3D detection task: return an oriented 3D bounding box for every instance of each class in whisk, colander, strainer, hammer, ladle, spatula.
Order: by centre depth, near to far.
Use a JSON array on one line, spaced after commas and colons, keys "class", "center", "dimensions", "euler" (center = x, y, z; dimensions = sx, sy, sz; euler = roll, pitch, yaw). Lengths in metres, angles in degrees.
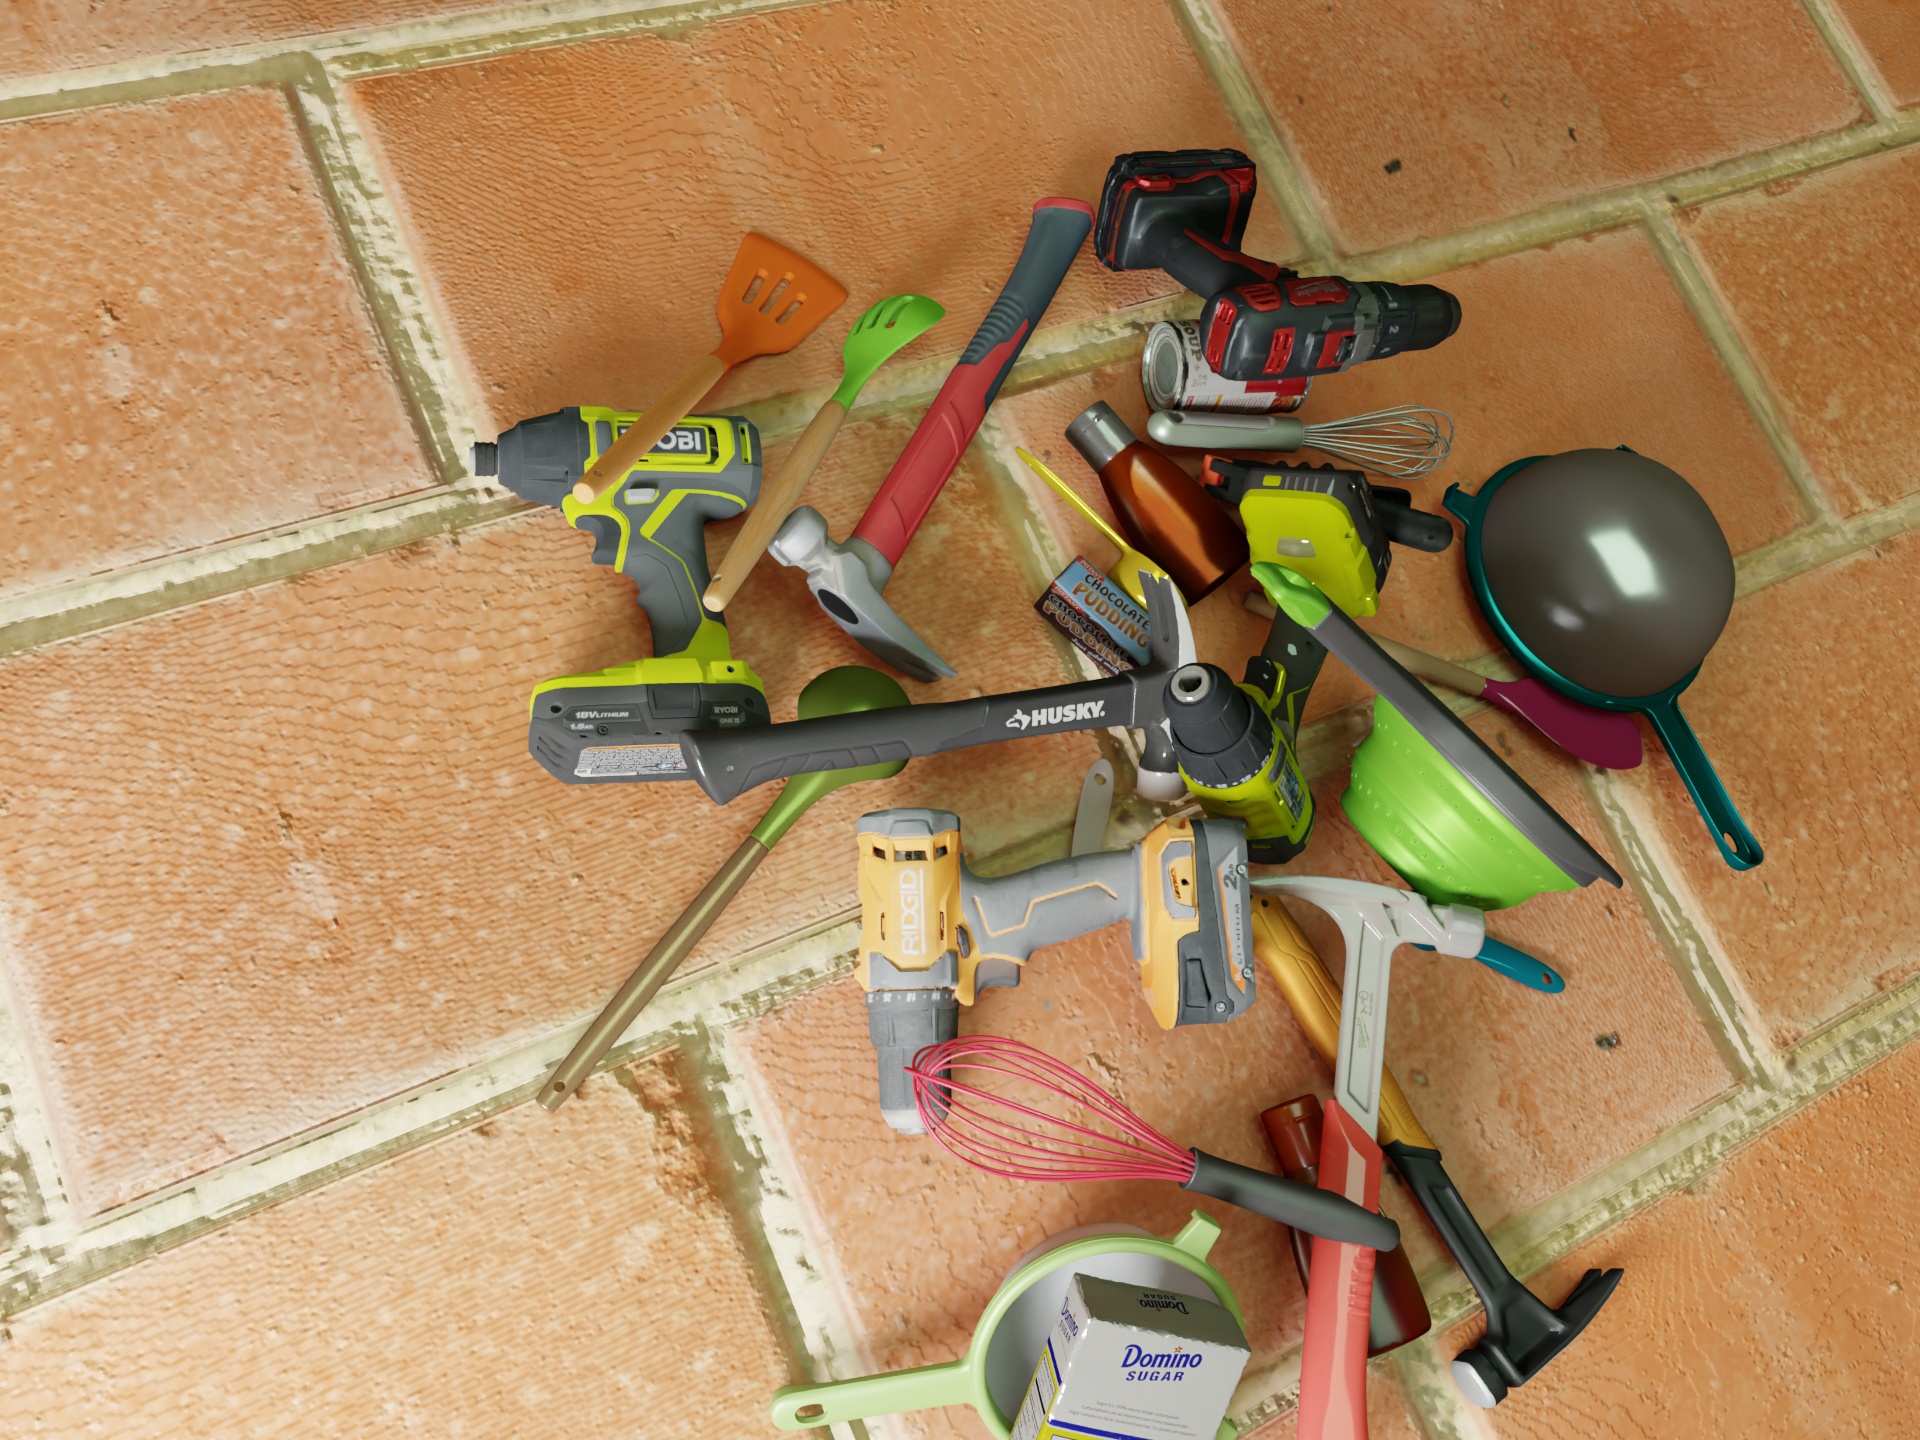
[{"class": "whisk", "center": [0.106, 0.237, 0.863], "dimensions": [0.295, 0.073, 0.073], "euler": [21, 67, -9]}, {"class": "strainer", "center": [0.024, 0.340, 0.872], "dimensions": [0.256, 0.069, 0.151], "euler": [-9, 108, -3]}, {"class": "hammer", "center": [0.215, 0.271, 0.920], "dimensions": [0.149, 0.036, 0.359], "euler": [9, 75, 2]}, {"class": "ladle", "center": [-0.135, 0.094, 0.923], "dimensions": [0.078, 0.062, 0.320], "euler": [39, 72, -1]}, {"class": "hammer", "center": [-0.001, -0.003, 0.930], "dimensions": [0.334, 0.035, 0.146], "euler": [-8, 110, -27]}, {"class": "colander", "center": [0.260, 0.027, 0.960], "dimensions": [0.396, 0.094, 0.205], "euler": [32, 17, -42]}, {"class": "spatula", "center": [-0.157, -0.216, 0.973], "dimensions": [0.081, 0.041, 0.323], "euler": [31, 37, -5]}, {"class": "hammer", "center": [0.275, 0.244, 0.995], "dimensions": [0.127, 0.034, 0.337], "euler": [-29, 82, -23]}, {"class": "hammer", "center": [0.015, -0.207, 1.060], "dimensions": [0.143, 0.038, 0.386], "euler": [43, 57, -25]}, {"class": "whisk", "center": [0.244, -0.202, 1.124], "dimensions": [0.246, 0.059, 0.058], "euler": [-1, 46, -21]}, {"class": "strainer", "center": [0.502, -0.062, 1.129], "dimensions": [0.211, 0.095, 0.341], "euler": [-15, 72, -25]}]

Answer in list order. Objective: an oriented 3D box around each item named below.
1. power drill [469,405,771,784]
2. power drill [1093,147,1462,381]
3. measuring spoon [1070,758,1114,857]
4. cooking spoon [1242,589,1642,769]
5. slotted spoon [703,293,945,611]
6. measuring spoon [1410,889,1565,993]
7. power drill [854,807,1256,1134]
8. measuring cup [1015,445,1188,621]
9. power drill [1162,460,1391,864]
[{"class": "power drill", "center": [-0.198, -0.080, 0.941], "dimensions": [0.171, 0.080, 0.223], "euler": [-2, 68, -19]}, {"class": "power drill", "center": [0.213, -0.309, 1.088], "dimensions": [0.188, 0.080, 0.227], "euler": [-11, 45, -23]}, {"class": "measuring spoon", "center": [0.078, 0.079, 1.005], "dimensions": [0.034, 0.018, 0.124], "euler": [20, 60, -6]}, {"class": "cooking spoon", "center": [0.344, -0.033, 1.122], "dimensions": [0.318, 0.017, 0.069], "euler": [20, 56, -10]}, {"class": "slotted spoon", "center": [-0.085, -0.177, 0.983], "dimensions": [0.031, 0.070, 0.314], "euler": [59, 41, -36]}, {"class": "measuring spoon", "center": [0.352, 0.149, 1.058], "dimensions": [0.128, 0.021, 0.042], "euler": [26, 66, -6]}, {"class": "power drill", "center": [0.051, 0.142, 0.924], "dimensions": [0.226, 0.084, 0.185], "euler": [-1, 79, -3]}, {"class": "measuring cup", "center": [0.085, -0.117, 1.046], "dimensions": [0.156, 0.062, 0.029], "euler": [44, 84, -4]}, {"class": "power drill", "center": [0.193, -0.045, 0.988], "dimensions": [0.080, 0.190, 0.229], "euler": [9, 65, 30]}]
